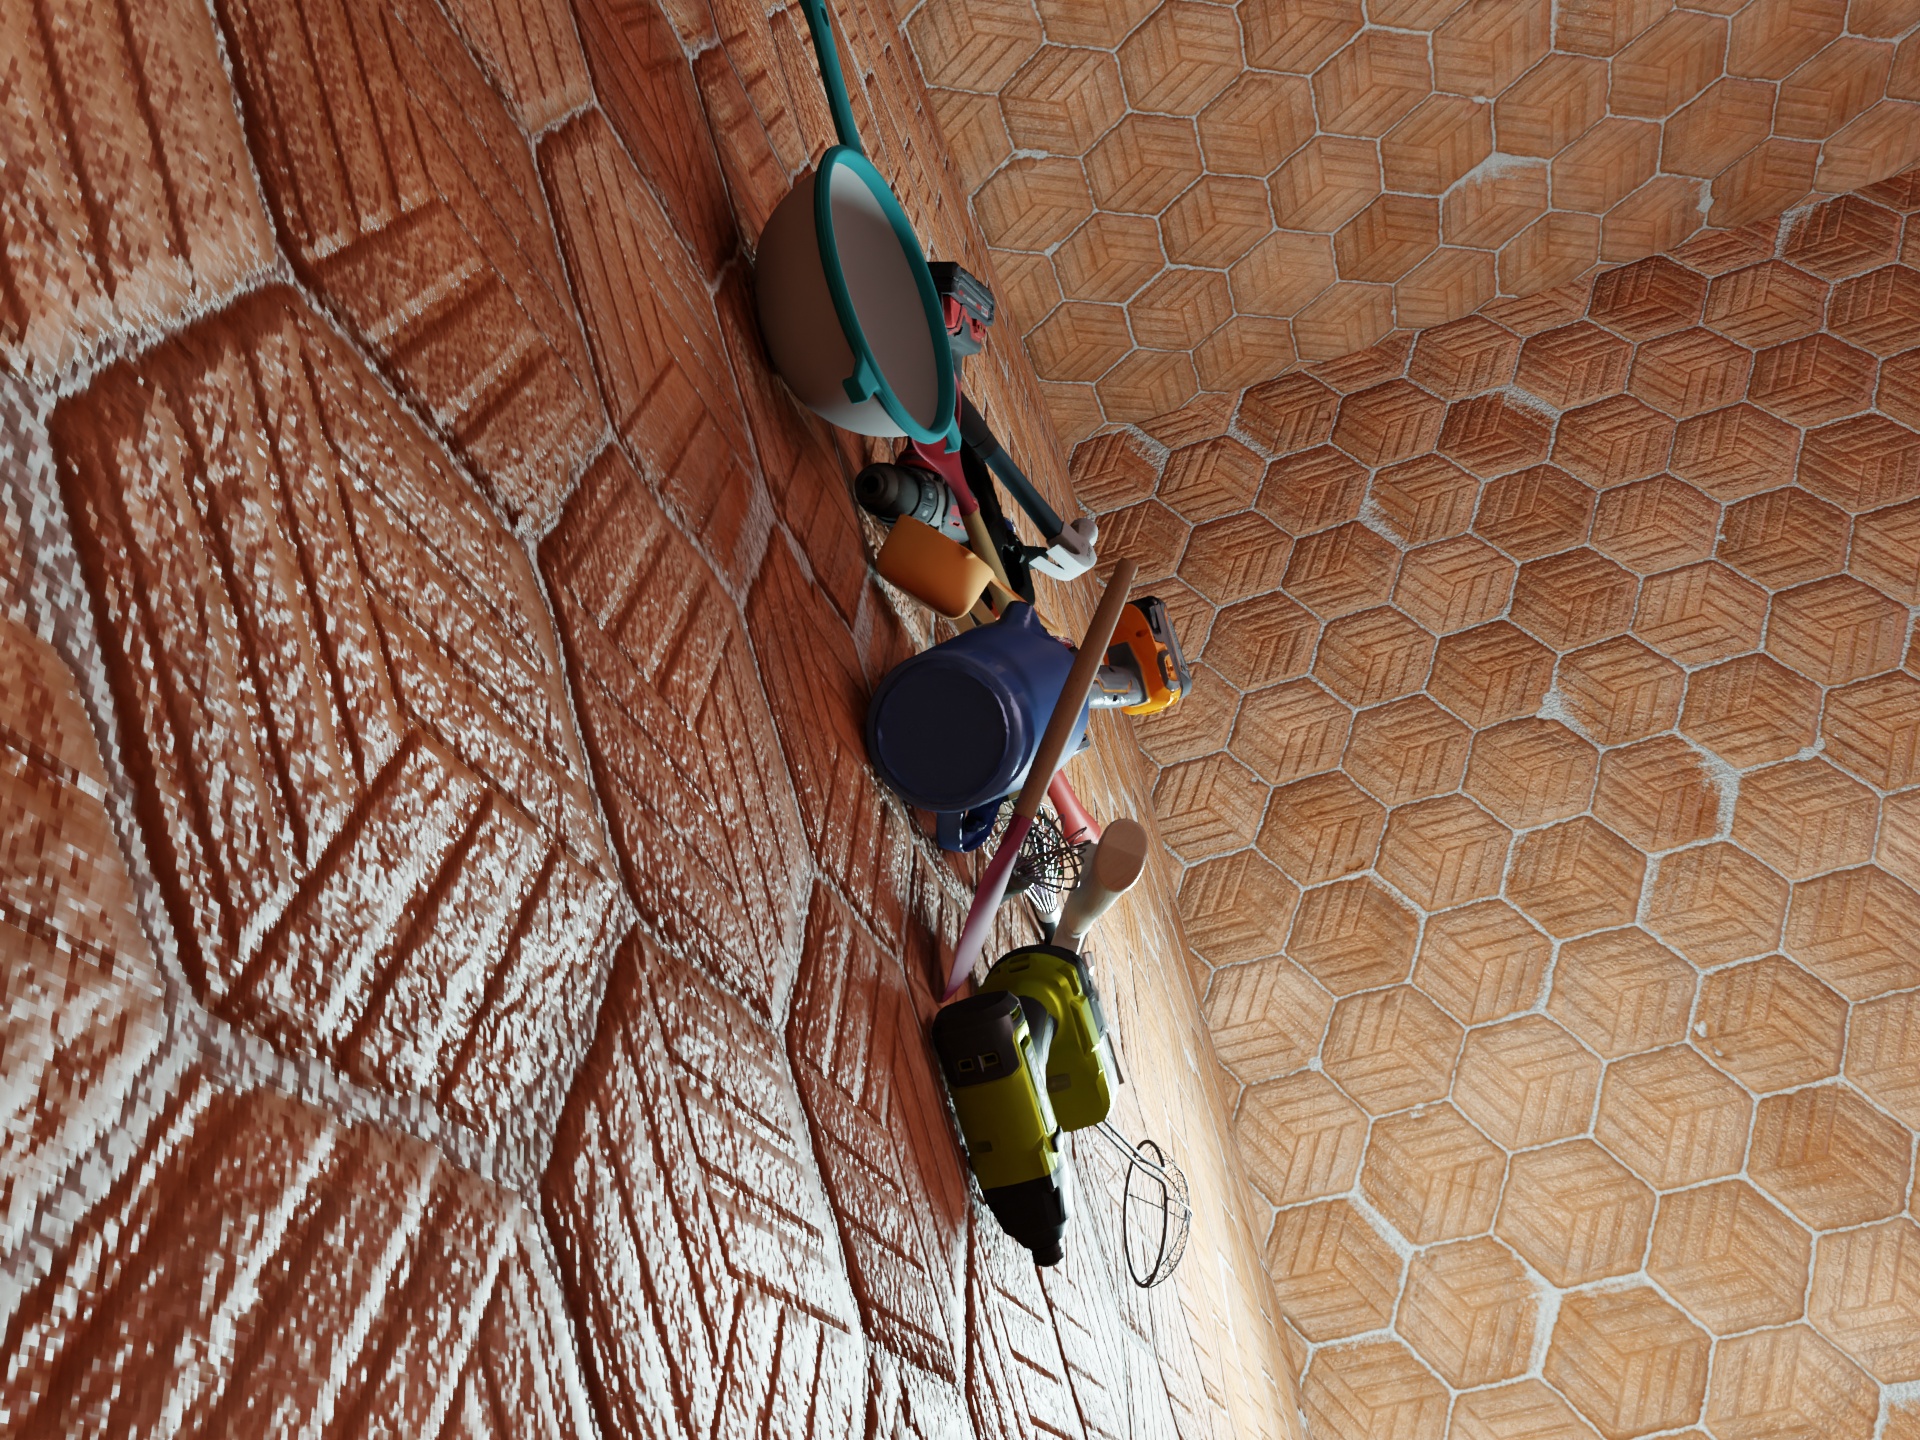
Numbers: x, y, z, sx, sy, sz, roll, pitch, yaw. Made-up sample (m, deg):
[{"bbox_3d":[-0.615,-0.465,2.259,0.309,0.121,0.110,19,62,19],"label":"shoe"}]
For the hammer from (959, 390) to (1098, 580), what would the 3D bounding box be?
[{"bbox_3d":[0.019,-0.262,1.479,0.330,0.033,0.128,49,28,-20],"label":"hammer"}]

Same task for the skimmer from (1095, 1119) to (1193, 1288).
[{"bbox_3d":[0.105,0.361,1.335,0.362,0.090,0.127,51,26,-40],"label":"skimmer"}]

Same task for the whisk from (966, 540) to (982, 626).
[{"bbox_3d":[0.009,-0.122,1.568,0.055,0.055,0.238,-92,167,-56],"label":"whisk"}]

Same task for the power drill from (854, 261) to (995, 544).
[{"bbox_3d":[-0.035,-0.262,1.325,0.188,0.080,0.227,3,89,-70],"label":"power drill"}]

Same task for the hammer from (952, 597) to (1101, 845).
[{"bbox_3d":[0.058,0.001,1.464,0.358,0.036,0.149,60,-2,-38],"label":"hammer"}]

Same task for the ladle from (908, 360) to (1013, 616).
[{"bbox_3d":[0.017,-0.151,1.304,0.069,0.031,0.315,-48,130,-33],"label":"ladle"}]

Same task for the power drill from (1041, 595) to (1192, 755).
[{"bbox_3d":[0.132,-0.061,1.643,0.226,0.084,0.164,-22,93,-45],"label":"power drill"}]

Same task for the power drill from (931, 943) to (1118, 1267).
[{"bbox_3d":[0.048,0.249,1.075,0.223,0.080,0.171,-28,102,-76],"label":"power drill"}]

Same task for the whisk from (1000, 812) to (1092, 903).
[{"bbox_3d":[0.047,0.112,1.170,0.059,0.058,0.246,62,-16,8],"label":"whisk"}]

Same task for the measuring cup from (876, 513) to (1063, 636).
[{"bbox_3d":[0.008,-0.096,1.270,0.173,0.052,0.095,35,-3,-26],"label":"measuring cup"}]

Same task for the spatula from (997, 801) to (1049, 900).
[{"bbox_3d":[0.058,0.123,1.473,0.315,0.018,0.060,67,12,-51],"label":"spatula"}]

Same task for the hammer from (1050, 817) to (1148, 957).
[{"bbox_3d":[0.099,0.142,1.204,0.410,0.038,0.146,86,23,-78],"label":"hammer"}]

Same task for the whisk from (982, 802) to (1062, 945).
[{"bbox_3d":[0.073,0.153,1.432,0.284,0.070,0.070,70,9,-53],"label":"whisk"}]

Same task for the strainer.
[{"bbox_3d":[-0.101,-0.348,1.131,0.211,0.095,0.340,4,71,-70],"label":"strainer"}]

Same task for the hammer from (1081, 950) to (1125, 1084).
[{"bbox_3d":[0.119,0.285,1.447,0.331,0.031,0.130,41,34,-82],"label":"hammer"}]

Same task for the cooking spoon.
[{"bbox_3d":[0.052,0.040,1.055,0.068,0.017,0.319,36,76,-81],"label":"cooking spoon"}]

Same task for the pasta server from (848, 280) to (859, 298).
[{"bbox_3d":[-0.103,-0.362,1.351,0.316,0.060,0.040,-83,-175,-73],"label":"pasta server"}]
